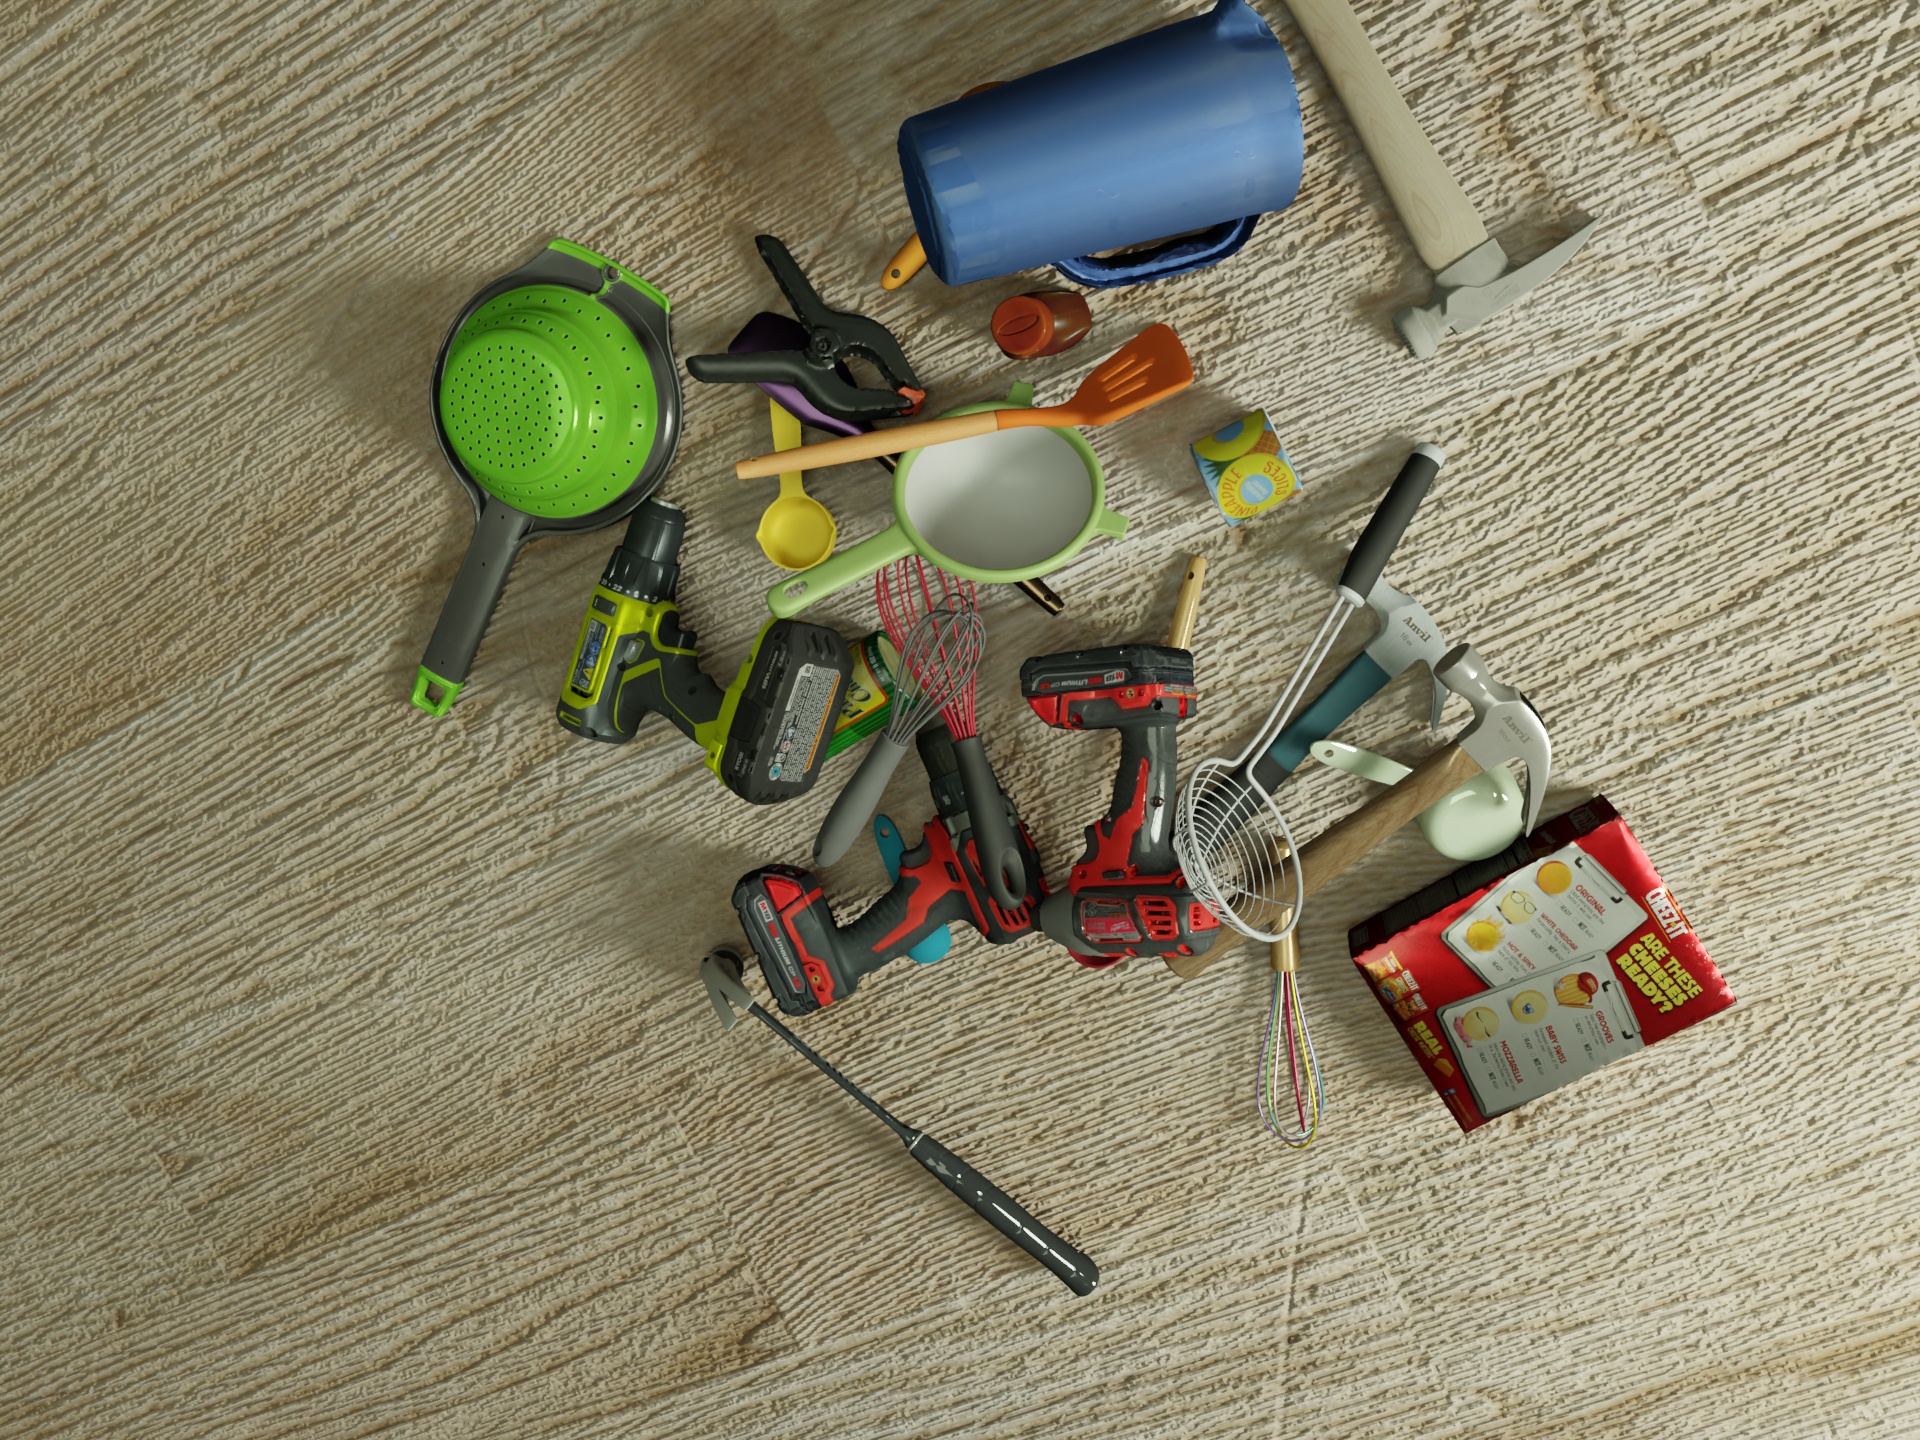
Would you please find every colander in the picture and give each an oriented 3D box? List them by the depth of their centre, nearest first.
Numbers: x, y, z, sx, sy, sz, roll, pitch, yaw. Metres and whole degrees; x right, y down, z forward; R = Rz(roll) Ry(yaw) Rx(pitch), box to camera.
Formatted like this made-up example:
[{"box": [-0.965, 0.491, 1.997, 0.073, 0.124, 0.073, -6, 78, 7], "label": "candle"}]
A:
[{"box": [-0.356, -0.168, 1.214, 0.204, 0.094, 0.397, 29, 107, 3], "label": "colander"}]

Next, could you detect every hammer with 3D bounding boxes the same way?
[{"box": [0.260, -0.452, 1.054, 0.146, 0.038, 0.410, -32, 95, 15], "label": "hammer"}, {"box": [0.274, 0.091, 1.137, 0.130, 0.031, 0.331, 44, 118, -7], "label": "hammer"}, {"box": [0.225, 0.037, 1.182, 0.128, 0.033, 0.331, 43, 108, 0], "label": "hammer"}, {"box": [-0.046, 0.326, 1.268, 0.409, 0.149, 0.036, 41, 85, -8], "label": "hammer"}]

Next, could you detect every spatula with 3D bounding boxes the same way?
[{"box": [0.000, -0.213, 1.113, 0.322, 0.081, 0.041, -12, 135, -3], "label": "spatula"}, {"box": [-0.041, -0.189, 1.186, 0.316, 0.018, 0.060, 42, 87, -2], "label": "spatula"}]

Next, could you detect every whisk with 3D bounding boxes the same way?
[{"box": [-0.049, 0.011, 1.140, 0.055, 0.055, 0.239, 32, 112, 2], "label": "whisk"}, {"box": [-0.002, -0.004, 1.173, 0.073, 0.073, 0.296, -17, 85, 15], "label": "whisk"}, {"box": [0.253, 0.210, 1.214, 0.051, 0.047, 0.245, -4, 99, -3], "label": "whisk"}]

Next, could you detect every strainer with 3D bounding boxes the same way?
[{"box": [-0.019, -0.126, 1.132, 0.256, 0.069, 0.152, -28, 66, -10], "label": "strainer"}]

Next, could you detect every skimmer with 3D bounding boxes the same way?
[{"box": [0.254, -0.027, 1.072, 0.127, 0.090, 0.363, 34, 84, -33], "label": "skimmer"}]

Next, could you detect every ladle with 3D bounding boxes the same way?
[{"box": [0.138, 0.032, 1.182, 0.069, 0.031, 0.315, 18, 98, 32], "label": "ladle"}]

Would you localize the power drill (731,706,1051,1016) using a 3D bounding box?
[{"box": [-0.058, 0.110, 1.223, 0.226, 0.080, 0.188, -24, 89, 6], "label": "power drill"}]

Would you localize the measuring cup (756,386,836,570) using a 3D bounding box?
[{"box": [-0.126, -0.191, 1.205, 0.062, 0.029, 0.156, -5, 91, 9], "label": "measuring cup"}]

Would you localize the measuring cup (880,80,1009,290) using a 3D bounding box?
[{"box": [0.000, -0.369, 1.116, 0.095, 0.052, 0.173, 45, 105, -2], "label": "measuring cup"}]

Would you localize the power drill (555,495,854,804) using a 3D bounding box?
[{"box": [-0.195, -0.051, 1.187, 0.229, 0.080, 0.190, 24, 99, 32], "label": "power drill"}]

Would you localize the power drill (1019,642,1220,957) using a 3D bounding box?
[{"box": [0.108, 0.060, 1.143, 0.143, 0.078, 0.220, -7, 85, 36], "label": "power drill"}]

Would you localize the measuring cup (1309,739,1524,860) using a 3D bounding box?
[{"box": [0.326, 0.052, 1.135, 0.167, 0.038, 0.083, 19, 120, -13], "label": "measuring cup"}]

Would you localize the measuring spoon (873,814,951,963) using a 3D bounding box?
[{"box": [-0.045, 0.136, 1.264, 0.042, 0.021, 0.128, -18, 99, 15], "label": "measuring spoon"}]
